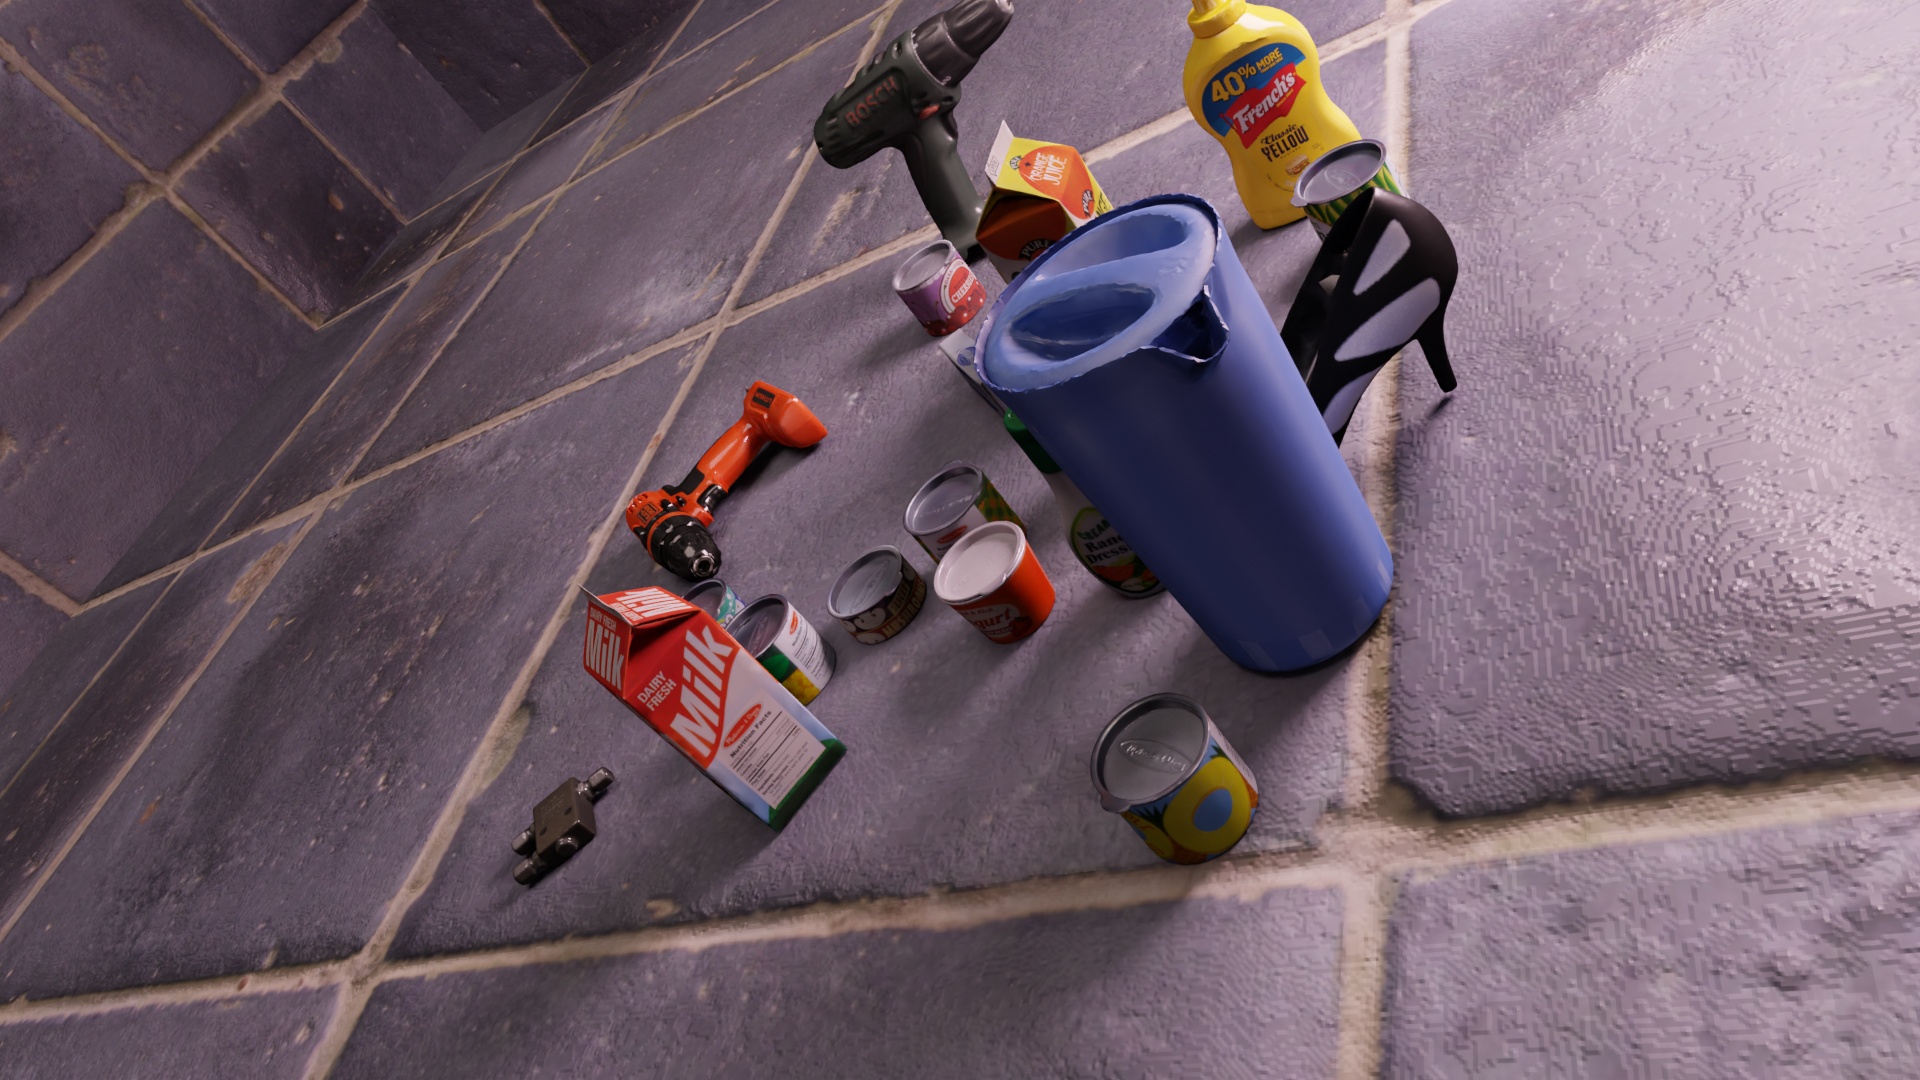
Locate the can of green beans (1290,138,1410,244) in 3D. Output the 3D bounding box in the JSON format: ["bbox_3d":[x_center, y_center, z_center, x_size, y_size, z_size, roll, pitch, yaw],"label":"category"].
[{"bbox_3d":[0.273,-0.233,0.958,0.071,0.057,0.071,-27,34,20],"label":"can of green beans"}]

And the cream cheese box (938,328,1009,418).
[{"bbox_3d":[0.021,-0.127,1.091,0.024,0.053,0.104,-40,32,1],"label":"cream cheese box"}]

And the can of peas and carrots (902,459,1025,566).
[{"bbox_3d":[0.003,-0.012,0.963,0.071,0.058,0.071,-27,34,20],"label":"can of peas and carrots"}]

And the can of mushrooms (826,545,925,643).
[{"bbox_3d":[-0.058,0.039,0.987,0.071,0.033,0.071,-27,34,20],"label":"can of mushrooms"}]

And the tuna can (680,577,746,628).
[{"bbox_3d":[-0.201,0.065,1.101,0.071,0.032,0.071,-27,34,20],"label":"tuna can"}]

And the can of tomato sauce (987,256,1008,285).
[{"bbox_3d":[0.071,-0.214,1.119,0.071,0.083,0.071,-27,34,20],"label":"can of tomato sauce"}]

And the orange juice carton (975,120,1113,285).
[{"bbox_3d":[0.075,-0.211,1.008,0.073,0.192,0.072,-17,38,32],"label":"orange juice carton"}]

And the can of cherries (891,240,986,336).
[{"bbox_3d":[-0.017,-0.226,1.248,0.071,0.058,0.072,-27,34,20],"label":"can of cherries"}]

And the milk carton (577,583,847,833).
[{"bbox_3d":[-0.166,0.095,0.881,0.073,0.190,0.072,-50,33,-16],"label":"milk carton"}]

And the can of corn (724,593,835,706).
[{"bbox_3d":[-0.133,0.082,0.987,0.071,0.058,0.071,-27,34,20],"label":"can of corn"}]

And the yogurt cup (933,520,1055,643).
[{"bbox_3d":[0.025,0.029,0.894,0.072,0.053,0.073,-27,34,20],"label":"yogurt cup"}]

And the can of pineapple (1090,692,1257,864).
[{"bbox_3d":[0.106,0.121,0.695,0.071,0.057,0.071,-27,34,20],"label":"can of pineapple"}]

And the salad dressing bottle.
[{"bbox_3d":[0.079,-0.028,0.821,0.064,0.147,0.044,-21,37,29],"label":"salad dressing bottle"}]
